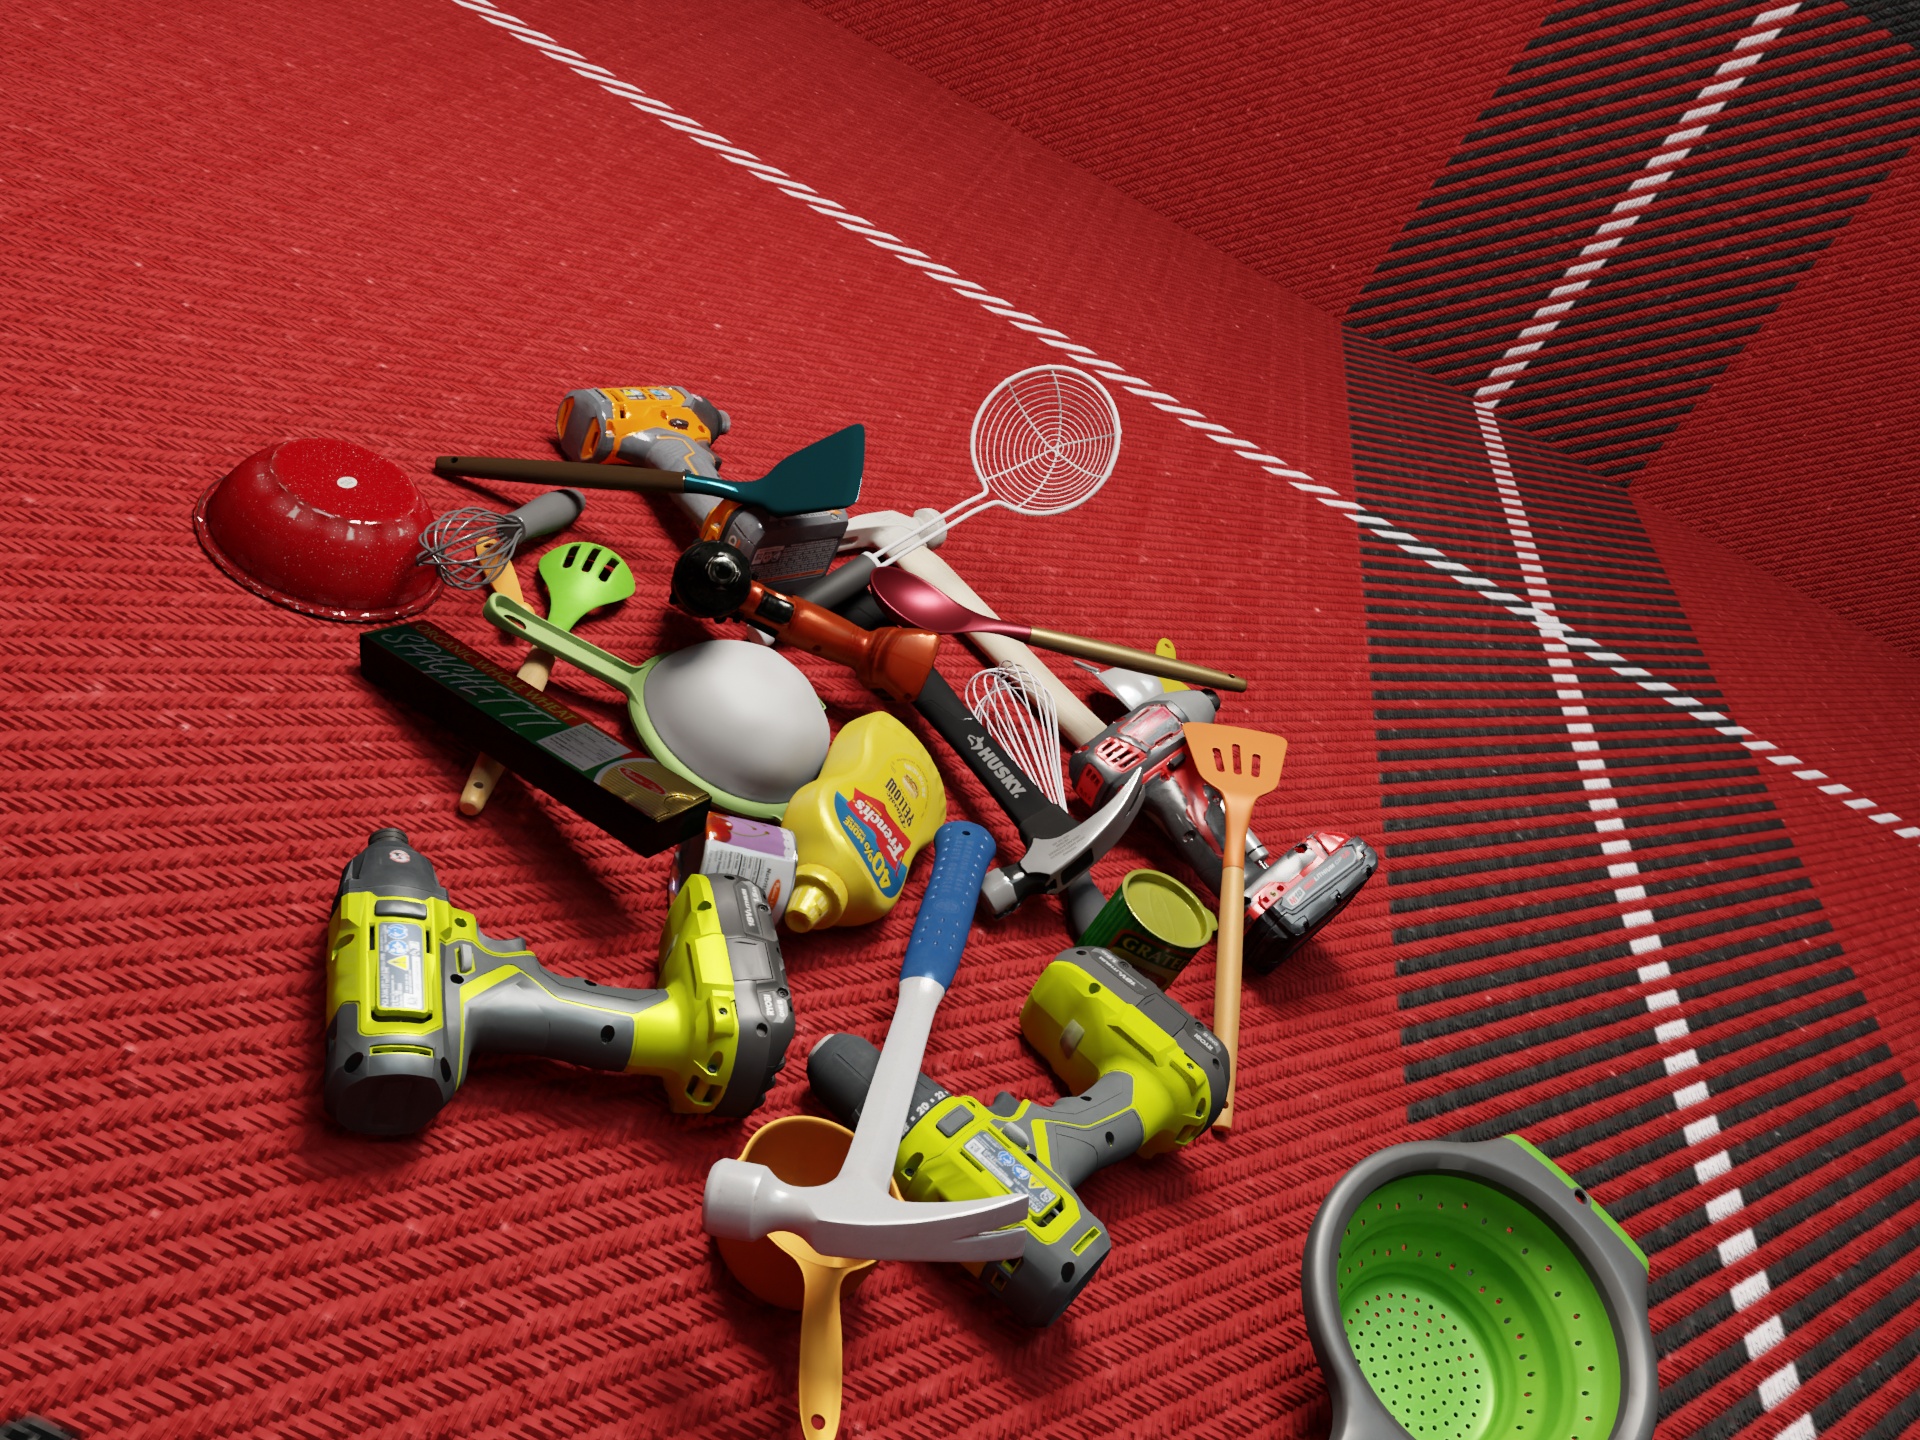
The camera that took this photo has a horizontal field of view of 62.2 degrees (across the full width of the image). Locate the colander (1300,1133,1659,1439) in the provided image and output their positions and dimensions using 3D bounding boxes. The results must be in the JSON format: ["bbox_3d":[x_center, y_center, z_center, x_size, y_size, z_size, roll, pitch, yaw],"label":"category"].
[{"bbox_3d":[0.218,0.385,0.849,0.397,0.094,0.205,-30,66,-36],"label":"colander"}]

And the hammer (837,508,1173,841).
[{"bbox_3d":[0.054,-0.034,1.322,0.411,0.038,0.146,45,35,20],"label":"hammer"}]

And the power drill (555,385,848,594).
[{"bbox_3d":[-0.198,-0.195,1.287,0.227,0.084,0.164,42,32,23],"label":"power drill"}]

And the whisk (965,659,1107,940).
[{"bbox_3d":[0.067,0.063,1.182,0.070,0.070,0.285,10,43,-32],"label":"whisk"}]

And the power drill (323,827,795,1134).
[{"bbox_3d":[-0.210,0.131,0.826,0.223,0.080,0.171,9,38,-27],"label":"power drill"}]

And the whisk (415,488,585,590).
[{"bbox_3d":[-0.311,-0.136,1.110,0.055,0.055,0.239,31,19,-2],"label":"whisk"}]

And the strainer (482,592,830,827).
[{"bbox_3d":[-0.185,-0.033,1.052,0.256,0.069,0.152,29,32,-21],"label":"strainer"}]

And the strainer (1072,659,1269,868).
[{"bbox_3d":[0.187,0.031,1.338,0.259,0.050,0.086,54,10,22],"label":"strainer"}]

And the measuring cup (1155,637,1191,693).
[{"bbox_3d":[0.194,-0.042,1.458,0.062,0.029,0.157,26,33,-9],"label":"measuring cup"}]

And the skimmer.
[{"bbox_3d":[-0.021,-0.168,1.263,0.363,0.090,0.127,-35,74,-31],"label":"skimmer"}]

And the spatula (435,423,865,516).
[{"bbox_3d":[-0.229,-0.186,1.171,0.317,0.044,0.082,4,57,-1],"label":"spatula"}]

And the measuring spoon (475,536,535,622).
[{"bbox_3d":[-0.316,-0.101,1.097,0.021,0.011,0.117,-11,39,-25],"label":"measuring spoon"}]

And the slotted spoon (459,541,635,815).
[{"bbox_3d":[-0.275,-0.040,1.052,0.070,0.031,0.314,18,35,-9],"label":"slotted spoon"}]

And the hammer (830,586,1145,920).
[{"bbox_3d":[-0.002,-0.004,1.185,0.146,0.035,0.335,-30,52,-13],"label":"hammer"}]

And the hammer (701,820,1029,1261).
[{"bbox_3d":[-0.017,0.157,0.882,0.144,0.035,0.406,8,22,5],"label":"hammer"}]

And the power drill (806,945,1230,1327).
[{"bbox_3d":[0.038,0.218,0.918,0.191,0.080,0.228,38,34,21],"label":"power drill"}]

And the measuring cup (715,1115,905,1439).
[{"bbox_3d":[-0.076,0.275,0.762,0.095,0.052,0.174,20,35,-19],"label":"measuring cup"}]

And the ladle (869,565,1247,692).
[{"bbox_3d":[0.078,-0.062,1.235,0.315,0.031,0.069,13,37,-12],"label":"ladle"}]

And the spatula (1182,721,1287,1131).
[{"bbox_3d":[0.189,0.132,1.118,0.081,0.041,0.323,8,59,1],"label":"spatula"}]

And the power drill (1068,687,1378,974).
[{"bbox_3d":[0.202,0.071,1.217,0.143,0.078,0.220,-33,69,-28],"label":"power drill"}]
